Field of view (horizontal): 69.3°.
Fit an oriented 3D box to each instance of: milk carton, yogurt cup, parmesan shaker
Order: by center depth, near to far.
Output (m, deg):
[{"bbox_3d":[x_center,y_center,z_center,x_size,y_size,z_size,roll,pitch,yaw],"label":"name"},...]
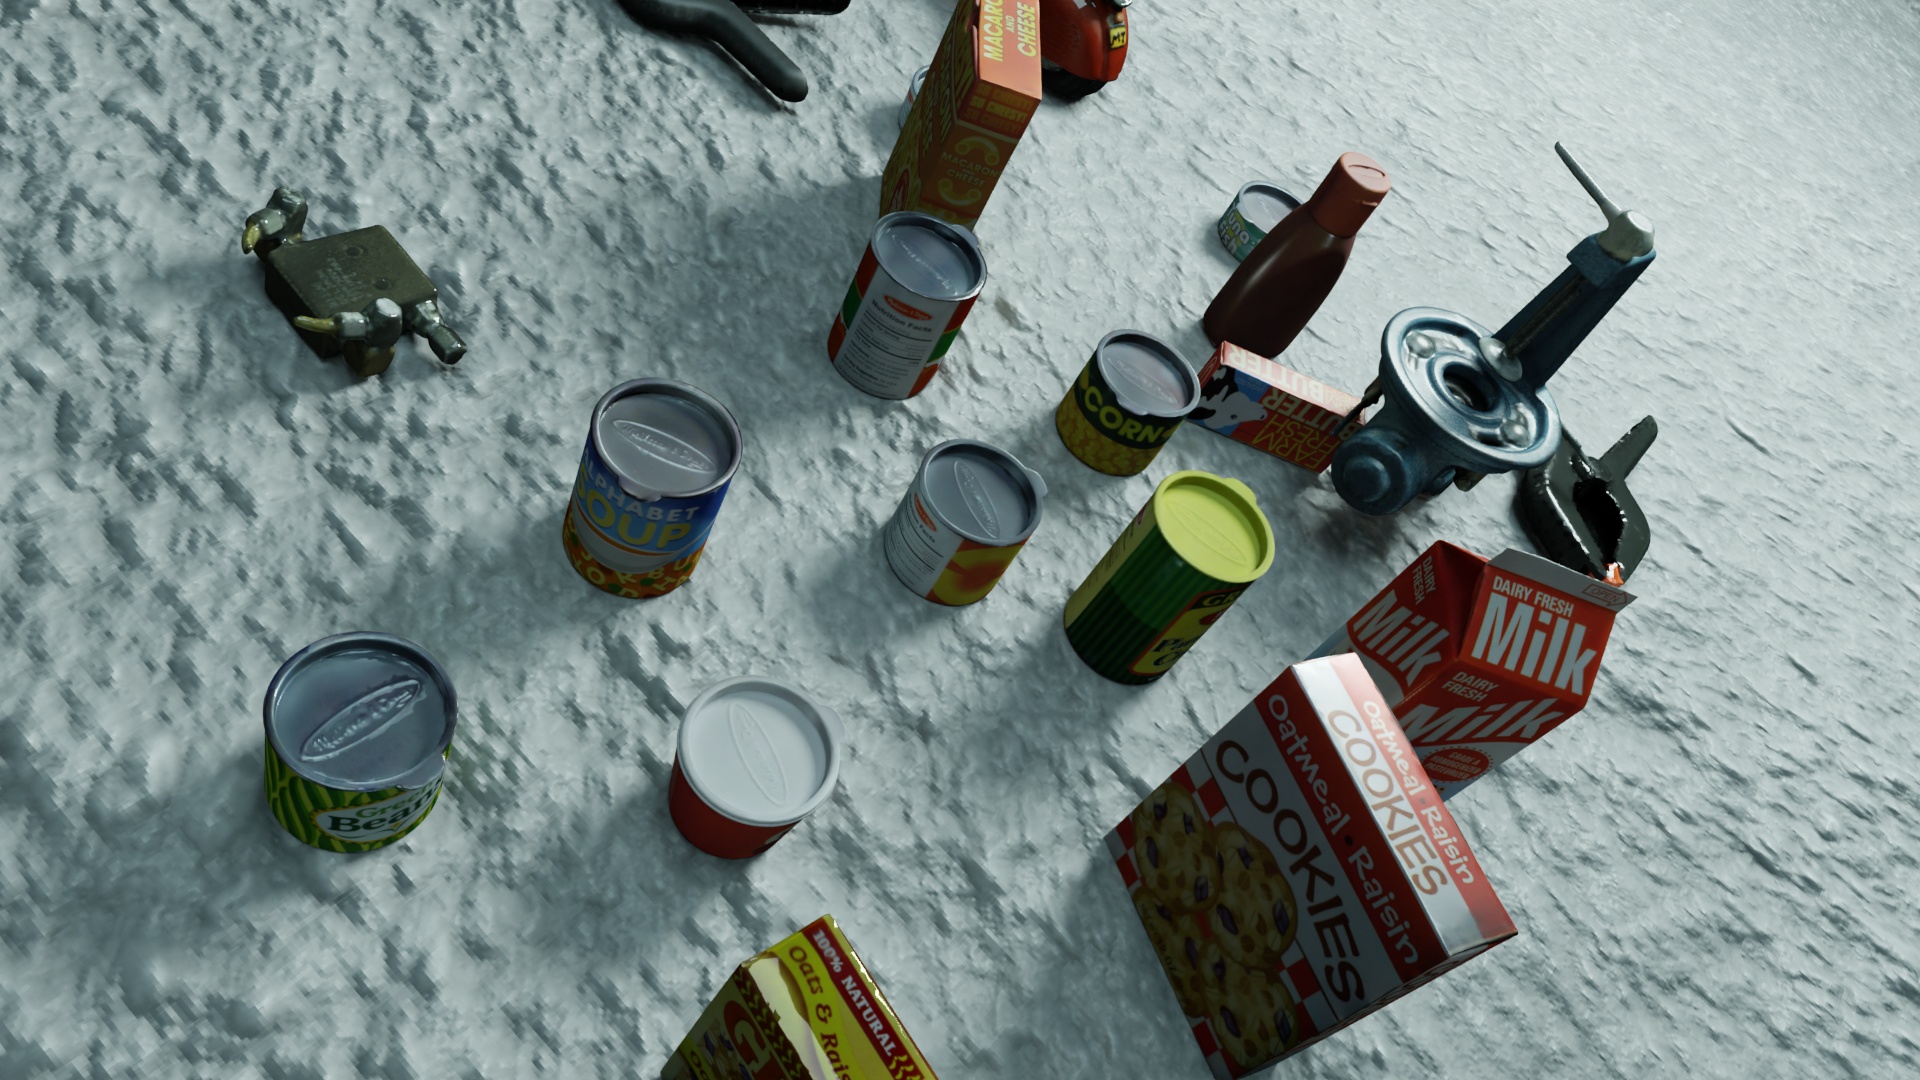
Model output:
[{"bbox_3d":[-0.090,0.098,0.583,0.072,0.053,0.073,14,50,-17],"label":"yogurt cup"},{"bbox_3d":[0.233,0.067,0.675,0.072,0.189,0.074,19,49,-13],"label":"milk carton"},{"bbox_3d":[0.106,0.020,0.708,0.071,0.102,0.072,14,50,-17],"label":"parmesan shaker"}]

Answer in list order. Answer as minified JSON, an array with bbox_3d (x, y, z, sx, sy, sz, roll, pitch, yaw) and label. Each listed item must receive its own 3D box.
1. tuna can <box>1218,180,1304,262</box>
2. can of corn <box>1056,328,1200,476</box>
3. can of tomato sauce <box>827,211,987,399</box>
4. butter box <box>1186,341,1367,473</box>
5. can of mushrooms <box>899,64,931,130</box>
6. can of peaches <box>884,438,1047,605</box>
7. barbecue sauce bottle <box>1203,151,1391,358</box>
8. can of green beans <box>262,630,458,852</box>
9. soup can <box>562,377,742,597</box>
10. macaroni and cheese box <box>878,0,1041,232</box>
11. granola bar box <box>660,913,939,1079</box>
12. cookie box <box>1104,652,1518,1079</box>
[{"bbox_3d":[0.220,-0.225,1.003,0.071,0.032,0.071,14,50,-17],"label":"tuna can"},{"bbox_3d":[0.096,-0.078,0.810,0.071,0.058,0.071,14,50,-17],"label":"can of corn"},{"bbox_3d":[-0.030,-0.130,0.771,0.071,0.082,0.071,14,50,-17],"label":"can of tomato sauce"},{"bbox_3d":[0.195,-0.082,0.865,0.103,0.052,0.024,21,48,-11],"label":"butter box"},{"bbox_3d":[-0.004,-0.287,0.940,0.071,0.033,0.071,14,50,-17],"label":"can of mushrooms"},{"bbox_3d":[0.003,-0.009,0.710,0.071,0.057,0.071,14,50,-17],"label":"can of peaches"},{"bbox_3d":[0.217,-0.180,0.888,0.065,0.147,0.044,2,54,-25],"label":"barbecue sauce bottle"},{"bbox_3d":[-0.229,0.077,0.528,0.071,0.057,0.071,14,50,-17],"label":"can of green beans"},{"bbox_3d":[-0.143,-0.021,0.630,0.071,0.083,0.072,14,50,-17],"label":"soup can"},{"bbox_3d":[-0.005,-0.232,0.806,0.040,0.165,0.124,14,50,-16],"label":"macaroni and cheese box"},{"bbox_3d":[-0.031,0.224,0.467,0.039,0.123,0.166,-23,67,-37],"label":"granola bar box"},{"bbox_3d":[0.137,0.142,0.585,0.040,0.166,0.123,-7,59,-31],"label":"cookie box"}]
